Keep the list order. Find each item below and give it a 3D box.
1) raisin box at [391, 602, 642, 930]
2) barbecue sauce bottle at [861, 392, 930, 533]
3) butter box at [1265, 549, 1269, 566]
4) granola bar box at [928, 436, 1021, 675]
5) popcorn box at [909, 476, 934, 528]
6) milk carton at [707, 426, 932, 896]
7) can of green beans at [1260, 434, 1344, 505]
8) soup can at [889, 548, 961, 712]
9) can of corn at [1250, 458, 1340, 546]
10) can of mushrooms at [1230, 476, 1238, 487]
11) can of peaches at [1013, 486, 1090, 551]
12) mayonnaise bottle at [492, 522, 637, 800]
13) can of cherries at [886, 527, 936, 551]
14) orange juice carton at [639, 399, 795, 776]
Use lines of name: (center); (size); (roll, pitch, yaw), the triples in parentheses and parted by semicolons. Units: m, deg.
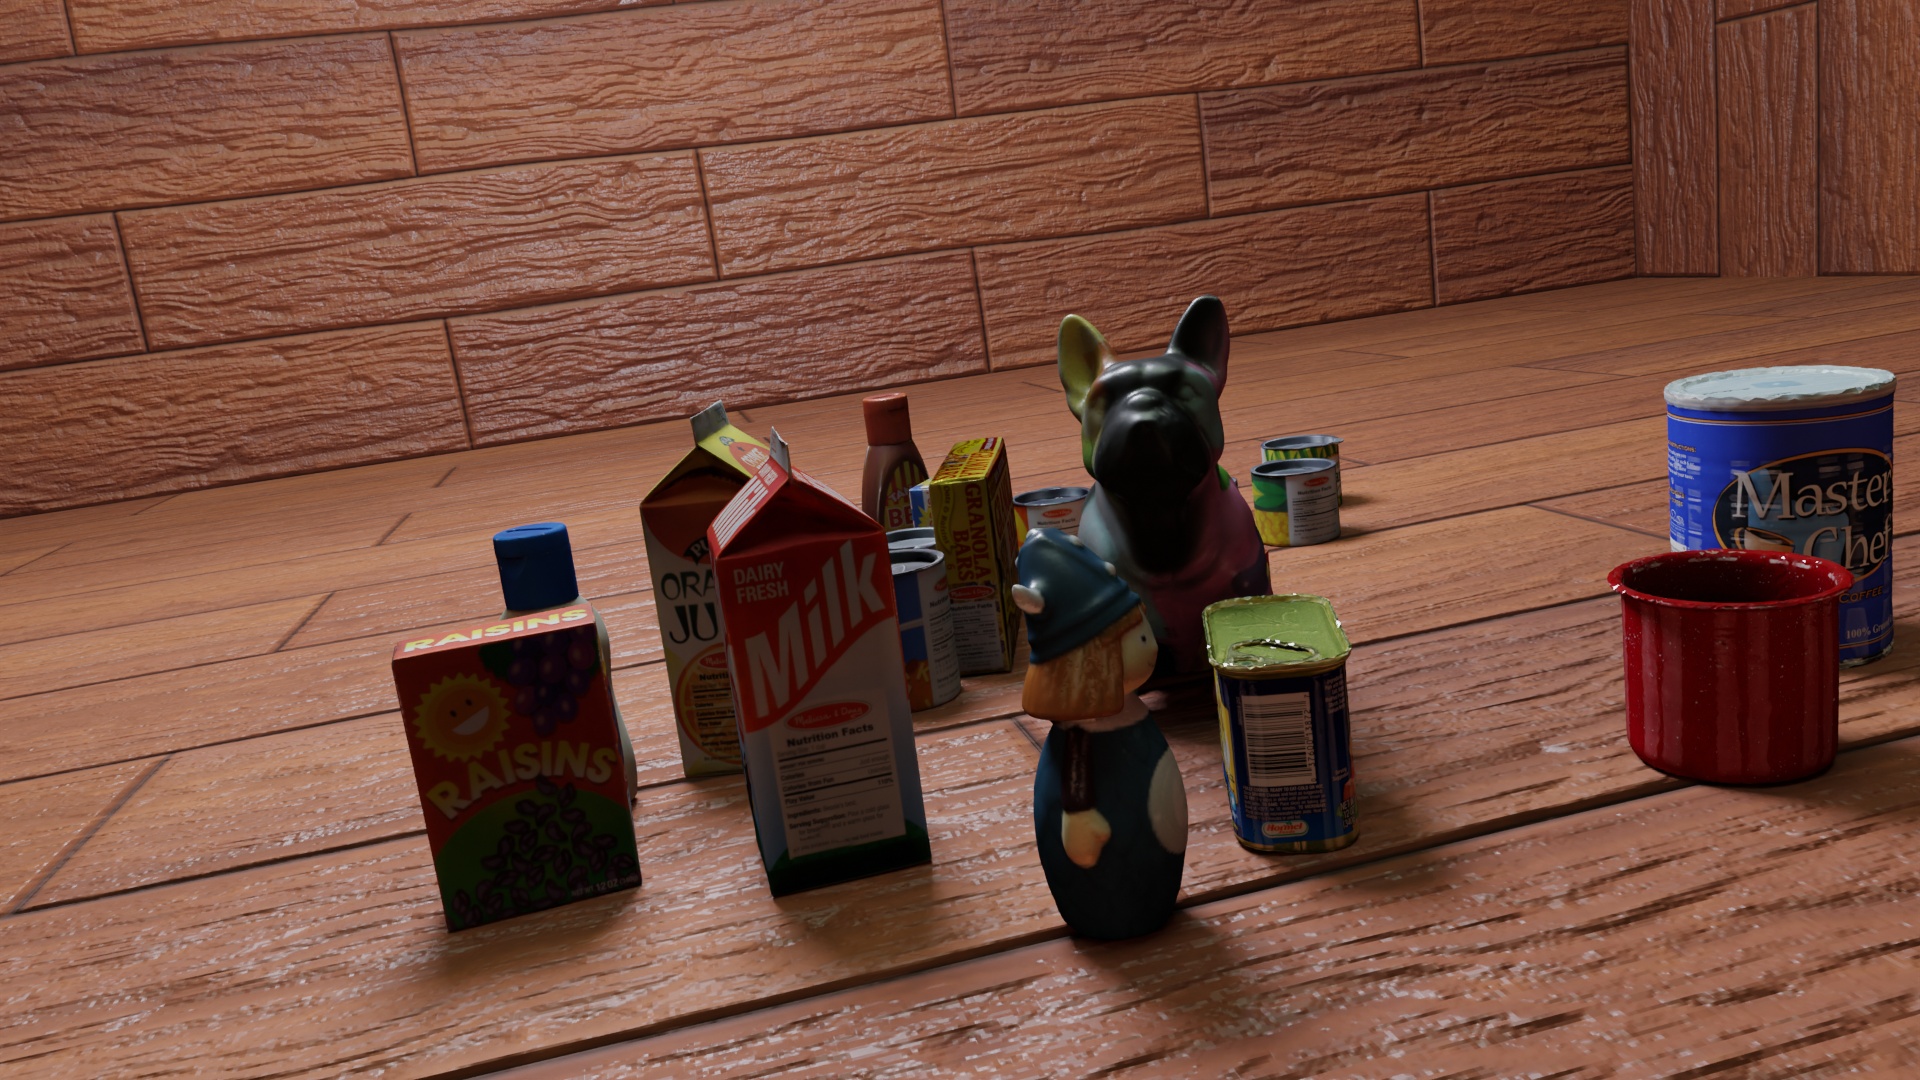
raisin box: (-0.193, 0.098, 0.610); (0.086, 0.123, 0.040); (-11, 12, -16)
barbecue sauce bottle: (-0.052, -0.045, 1.133); (0.065, 0.148, 0.043); (-15, 13, -32)
butter box: (0.143, 0.034, 0.876); (0.103, 0.053, 0.024); (-2, 13, 25)
granola bar box: (0.014, 0.005, 0.918); (0.039, 0.124, 0.166); (-6, 12, 7)
popcorn box: (0.004, -0.014, 1.108); (0.038, 0.085, 0.127); (-3, 13, 21)
milk carton: (-0.066, 0.047, 0.609); (0.073, 0.190, 0.072); (-10, 12, -12)
can of green beans: (0.296, -0.058, 1.206); (0.071, 0.057, 0.071); (-7, 12, 2)
soup can: (-0.039, 0.053, 0.823); (0.071, 0.083, 0.071); (-7, 12, 2)
can of corn: (0.264, -0.031, 1.097); (0.071, 0.058, 0.071); (-7, 12, 2)
can of mushrooms: (0.210, -0.035, 1.209); (0.071, 0.033, 0.071); (-7, 12, 2)
can of peaches: (0.076, -0.009, 1.106); (0.071, 0.058, 0.071); (-7, 12, 2)
mayonnaise bottle: (-0.206, 0.066, 0.706); (0.065, 0.147, 0.041); (-3, 12, 22)
can of cherries: (-0.035, 0.026, 1.008); (0.071, 0.058, 0.071); (-7, 12, 2)
orange juice carton: (-0.122, 0.023, 0.751); (0.073, 0.192, 0.072); (-6, 11, 6)
